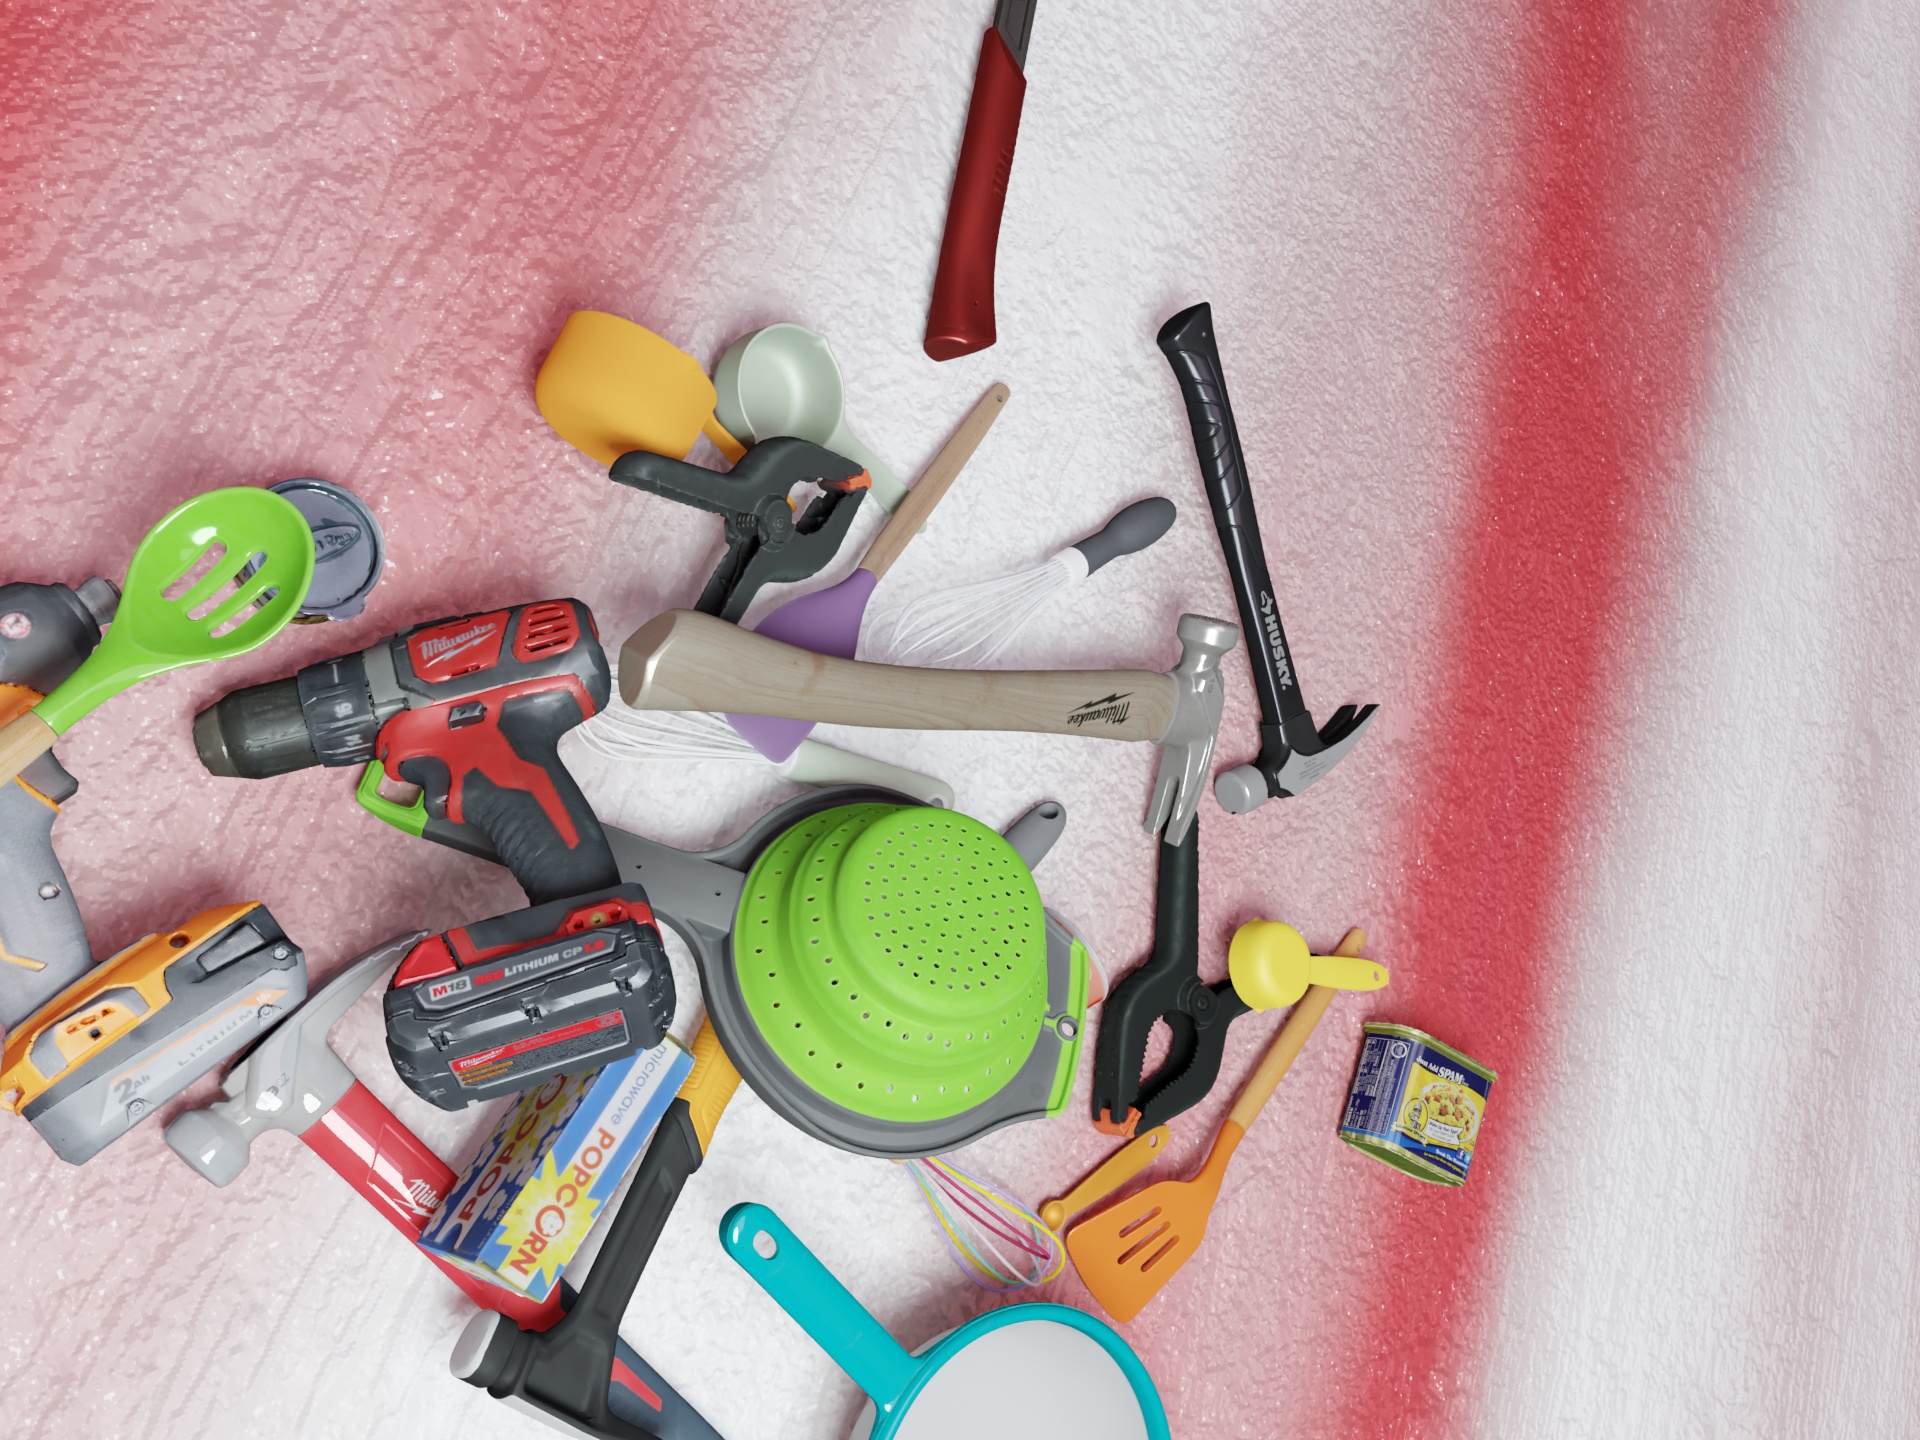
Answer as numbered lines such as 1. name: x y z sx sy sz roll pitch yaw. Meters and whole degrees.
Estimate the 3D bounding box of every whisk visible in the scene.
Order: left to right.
1. whisk: -0.104 0.017 0.882 0.246 0.059 0.057 19 112 -33
2. whisk: -0.015 0.245 0.878 0.244 0.047 0.051 51 51 -30
3. whisk: -0.011 0.121 0.926 0.239 0.055 0.055 -43 106 -35
4. whisk: 0.045 -0.082 0.988 0.284 0.070 0.070 -32 101 -37

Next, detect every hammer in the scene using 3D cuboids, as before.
1. hammer: -0.194 0.280 0.784 0.386 0.038 0.143 51 59 -16
2. hammer: -0.125 0.194 0.816 0.127 0.034 0.337 39 55 -25
3. hammer: -0.001 -0.003 0.888 0.410 0.038 0.146 3 103 -39
4. hammer: 0.016 -0.400 1.024 0.149 0.037 0.359 19 72 -29
5. hammer: 0.196 -0.115 1.079 0.146 0.035 0.334 -22 101 -34

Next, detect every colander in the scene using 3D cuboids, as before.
1. colander: -0.097 0.082 0.792 0.397 0.094 0.205 21 55 -13

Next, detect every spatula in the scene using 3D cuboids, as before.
1. spatula: -0.044 -0.102 0.927 0.059 0.018 0.316 45 54 -16
2. spatula: 0.183 0.247 1.042 0.323 0.041 0.081 -46 115 -34

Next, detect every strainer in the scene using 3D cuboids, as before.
1. strainer: -0.029 0.370 0.841 0.340 0.095 0.211 52 59 -16

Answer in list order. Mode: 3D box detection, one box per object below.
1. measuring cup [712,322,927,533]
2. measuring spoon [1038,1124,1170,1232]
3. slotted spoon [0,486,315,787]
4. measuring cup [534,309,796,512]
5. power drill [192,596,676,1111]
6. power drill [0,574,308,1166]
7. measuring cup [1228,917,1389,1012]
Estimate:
1. measuring cup: -0.080 -0.162 0.933 0.167 0.038 0.083 43 64 -39
2. measuring spoon: 0.089 0.281 0.985 0.117 0.011 0.021 -24 108 -36
3. slotted spoon: -0.381 0.017 0.621 0.070 0.031 0.314 40 62 1
4. measuring cup: -0.154 -0.146 0.860 0.173 0.095 0.052 42 67 -41
5. power drill: -0.234 0.053 0.714 0.188 0.080 0.227 -15 60 -14
6. power drill: -0.378 0.052 0.669 0.164 0.084 0.226 -40 96 -30
7. measuring cup: 0.241 0.164 1.053 0.156 0.029 0.062 11 74 -35
